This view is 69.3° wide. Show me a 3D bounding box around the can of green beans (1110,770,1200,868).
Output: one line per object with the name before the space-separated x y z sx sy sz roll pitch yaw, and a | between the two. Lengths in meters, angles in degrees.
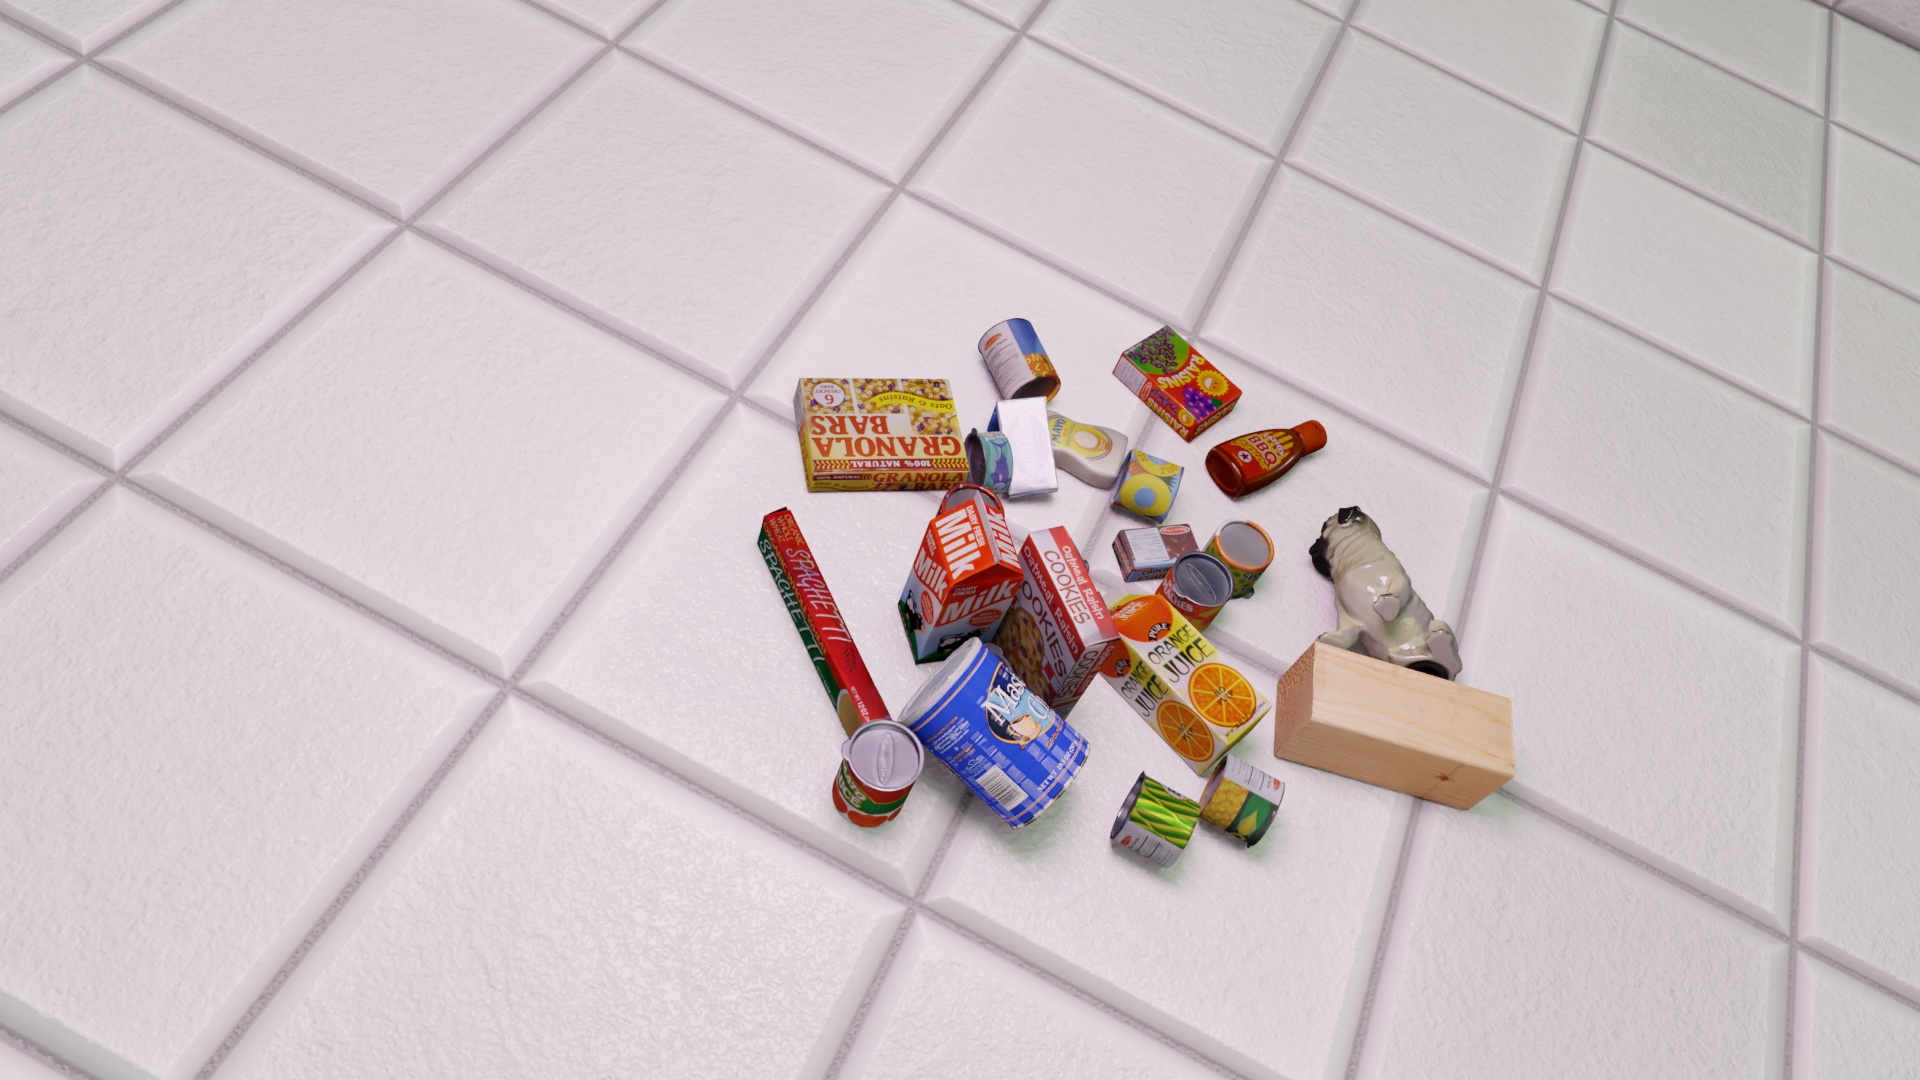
can of green beans | 0.176 0.253 1.251 0.058 0.071 0.071 28 53 3

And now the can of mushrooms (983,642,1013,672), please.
can of mushrooms | 0.016 0.132 1.307 0.071 0.033 0.071 8 54 -11

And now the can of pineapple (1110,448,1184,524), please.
can of pineapple | 0.198 -0.059 1.474 0.058 0.070 0.071 20 53 -2

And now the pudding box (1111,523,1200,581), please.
pudding box | 0.206 0.013 1.450 0.084 0.030 0.050 -6 57 -20

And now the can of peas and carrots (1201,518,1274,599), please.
can of peas and carrots | 0.288 0.020 1.451 0.071 0.058 0.071 8 55 -11

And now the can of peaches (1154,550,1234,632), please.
can of peaches | 0.235 0.054 1.413 0.071 0.057 0.071 8 55 -11

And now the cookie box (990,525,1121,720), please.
cookie box | 0.080 0.083 1.278 0.040 0.166 0.123 -12 61 -25

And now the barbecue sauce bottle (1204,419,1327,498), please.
barbecue sauce bottle | 0.348 -0.098 1.561 0.149 0.043 0.065 -22 64 -29

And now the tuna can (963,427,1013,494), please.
tuna can | 0.028 -0.083 1.439 0.033 0.070 0.071 -4 58 -21

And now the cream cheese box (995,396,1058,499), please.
cream cheese box | 0.070 -0.098 1.457 0.053 0.024 0.104 -8 82 0

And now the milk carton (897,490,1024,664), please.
milk carton | 0.003 0.035 1.273 0.073 0.189 0.072 -7 58 -20

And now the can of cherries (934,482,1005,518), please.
can of cherries | 0.005 -0.017 1.393 0.071 0.058 0.072 8 55 -11

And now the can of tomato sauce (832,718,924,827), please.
can of tomato sauce | -0.074 0.203 1.200 0.071 0.082 0.071 8 54 -11

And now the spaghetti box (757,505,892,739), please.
spaghetti box | -0.128 0.081 1.290 0.029 0.050 0.251 -15 61 -26

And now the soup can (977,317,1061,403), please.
soup can | 0.067 -0.192 1.531 0.071 0.071 0.084 -12 61 -24

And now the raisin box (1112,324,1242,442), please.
raisin box | 0.248 -0.181 1.592 0.086 0.039 0.123 -33 69 -33

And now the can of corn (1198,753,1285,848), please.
can of corn | 0.258 0.241 1.286 0.058 0.070 0.071 28 53 5

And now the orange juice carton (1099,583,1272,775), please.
orange juice carton | 0.198 0.124 1.343 0.072 0.072 0.193 -33 70 -32

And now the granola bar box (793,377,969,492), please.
granola bar box | -0.083 -0.111 1.444 0.166 0.038 0.125 -2 57 -17

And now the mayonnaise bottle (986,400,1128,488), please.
mayonnaise bottle | 0.103 -0.109 1.496 0.148 0.041 0.065 20 61 -2
